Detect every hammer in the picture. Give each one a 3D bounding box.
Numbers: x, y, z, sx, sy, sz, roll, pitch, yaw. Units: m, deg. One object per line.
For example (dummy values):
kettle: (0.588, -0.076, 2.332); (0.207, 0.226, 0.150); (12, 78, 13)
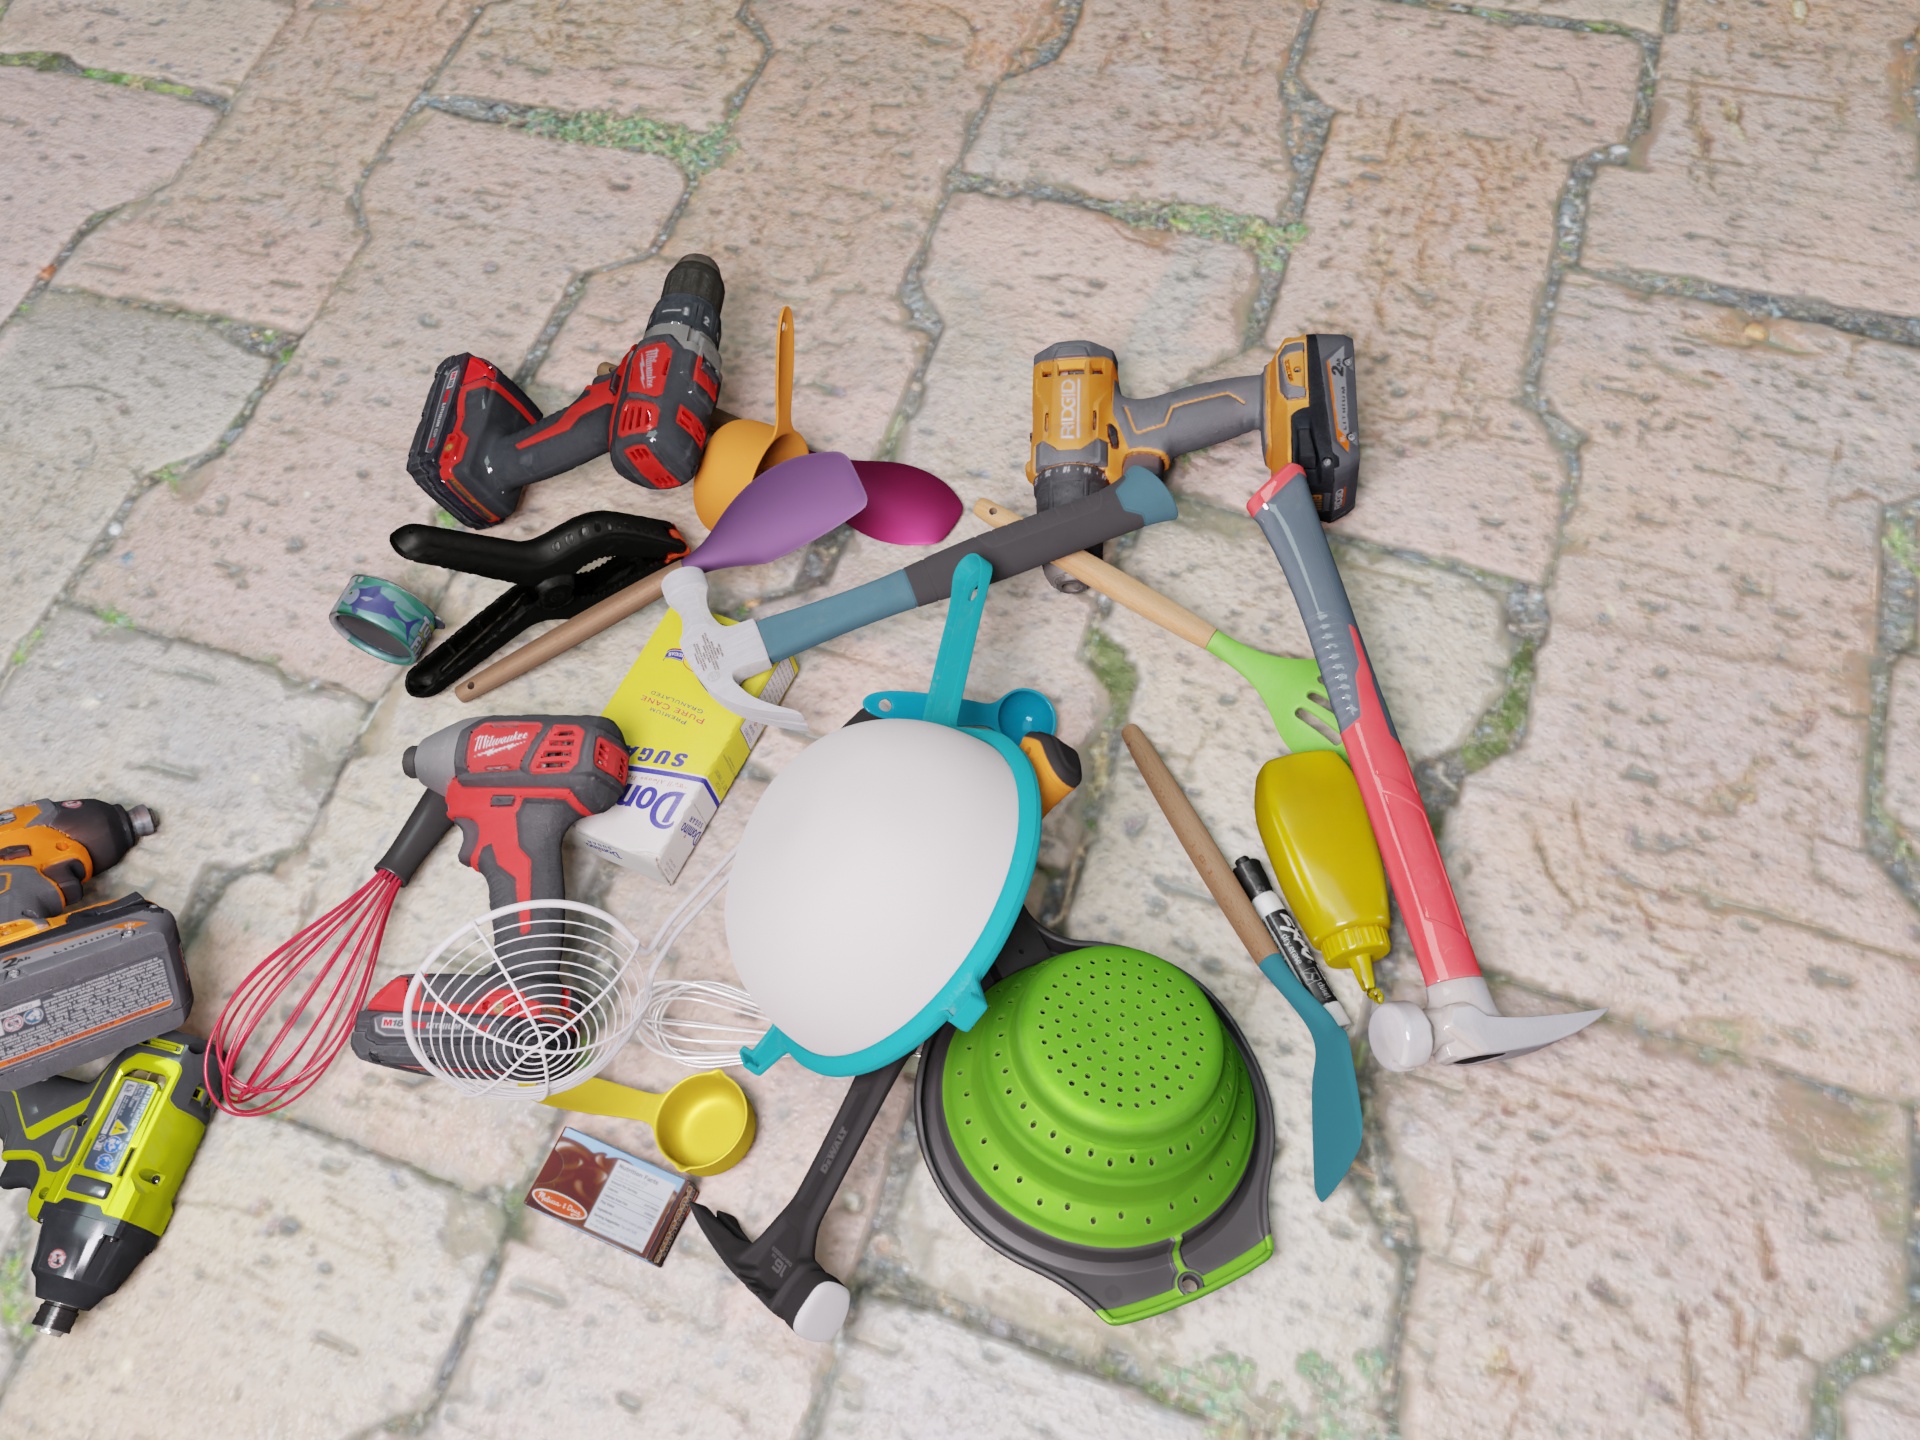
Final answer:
hammer: (-0.020, -0.092, 1.029); (0.331, 0.033, 0.128); (-21, 71, -3)
hammer: (0.260, 0.013, 0.955); (0.143, 0.038, 0.387); (-2, 64, -22)
hammer: (-0.031, 0.155, 0.869); (0.127, 0.034, 0.337); (19, 78, 52)

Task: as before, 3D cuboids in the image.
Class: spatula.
spatula: (0.162, 0.123, 0.944); (0.044, 0.082, 0.318); (-15, 54, -19)
spatula: (-0.207, -0.092, 1.072); (0.316, 0.018, 0.060); (-28, 78, 8)

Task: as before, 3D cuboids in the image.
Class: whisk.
whisk: (-0.074, 0.187, 0.935); (0.246, 0.059, 0.058); (7, 34, 5)
whisk: (-0.369, 0.114, 0.999); (0.073, 0.073, 0.296); (18, 58, 15)

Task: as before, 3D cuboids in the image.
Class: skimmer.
skimmer: (-0.165, 0.083, 0.938); (0.090, 0.127, 0.363); (11, 37, 27)

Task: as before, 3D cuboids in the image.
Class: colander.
colander: (0.046, 0.131, 0.907); (0.204, 0.094, 0.398); (-16, 54, -20)

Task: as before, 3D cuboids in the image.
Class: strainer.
strainer: (-0.049, 0.023, 0.891); (0.211, 0.095, 0.341); (-23, 44, 44)

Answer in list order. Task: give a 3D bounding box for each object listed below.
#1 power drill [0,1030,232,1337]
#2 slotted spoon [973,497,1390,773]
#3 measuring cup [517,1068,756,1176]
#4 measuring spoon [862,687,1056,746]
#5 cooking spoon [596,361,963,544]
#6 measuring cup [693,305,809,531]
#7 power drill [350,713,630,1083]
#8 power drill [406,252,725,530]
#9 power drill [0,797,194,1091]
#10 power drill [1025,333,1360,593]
power drill: (-0.567, 0.251, 0.931); (0.223, 0.080, 0.171); (10, 61, 8)
slotted spoon: (0.140, -0.064, 1.036); (0.314, 0.031, 0.070); (32, 81, 13)
measuring cup: (-0.191, 0.231, 0.938); (0.156, 0.029, 0.062); (6, 59, 22)
measuring spoon: (-0.002, -0.003, 1.030); (0.128, 0.021, 0.042); (6, 76, -13)
cooking spoon: (-0.141, -0.205, 1.179); (0.319, 0.017, 0.069); (26, 67, 18)
measuring cup: (-0.145, -0.204, 1.099); (0.052, 0.173, 0.095); (18, 29, 19)
power drill: (-0.286, 0.101, 0.959); (0.143, 0.078, 0.220); (0, 71, 14)
power drill: (-0.268, -0.236, 1.133); (0.227, 0.080, 0.188); (-9, 58, 24)
power drill: (-0.549, 0.116, 0.964); (0.164, 0.084, 0.227); (-21, 35, -37)
power drill: (0.157, -0.178, 1.100); (0.226, 0.084, 0.185); (-1, 68, 10)
